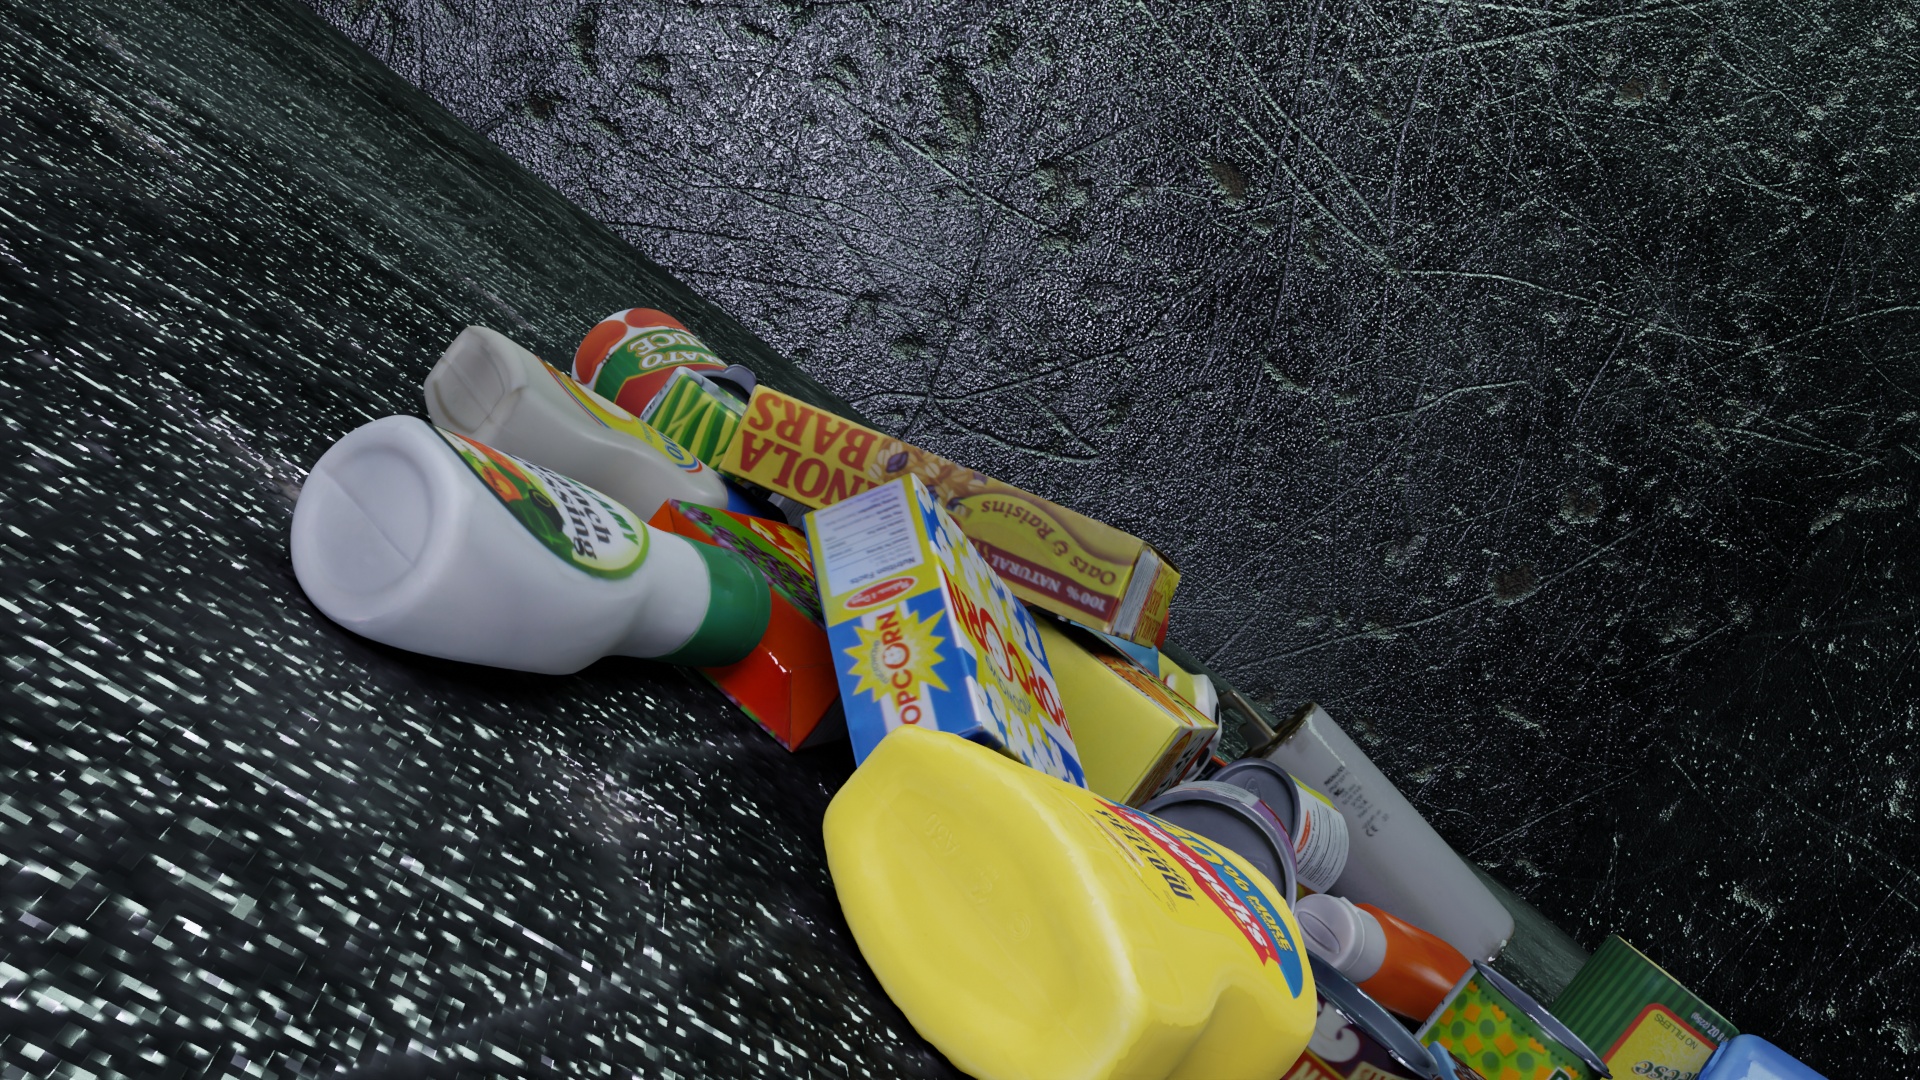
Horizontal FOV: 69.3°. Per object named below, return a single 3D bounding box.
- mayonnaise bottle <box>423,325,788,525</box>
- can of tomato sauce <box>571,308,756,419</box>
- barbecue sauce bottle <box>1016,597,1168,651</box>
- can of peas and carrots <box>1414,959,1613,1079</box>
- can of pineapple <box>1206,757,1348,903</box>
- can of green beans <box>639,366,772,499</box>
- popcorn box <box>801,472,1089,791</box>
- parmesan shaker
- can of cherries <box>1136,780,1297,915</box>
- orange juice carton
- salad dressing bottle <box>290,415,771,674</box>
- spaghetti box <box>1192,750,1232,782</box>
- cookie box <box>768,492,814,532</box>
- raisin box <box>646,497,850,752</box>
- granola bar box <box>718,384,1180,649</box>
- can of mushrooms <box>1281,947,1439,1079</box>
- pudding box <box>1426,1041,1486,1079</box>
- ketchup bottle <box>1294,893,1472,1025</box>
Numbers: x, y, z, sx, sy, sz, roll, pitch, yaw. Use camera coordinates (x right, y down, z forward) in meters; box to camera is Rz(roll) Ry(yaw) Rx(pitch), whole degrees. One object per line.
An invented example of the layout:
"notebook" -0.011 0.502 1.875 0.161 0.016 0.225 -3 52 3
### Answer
"mayonnaise bottle" -0.125 -0.025 0.521 0.065 0.041 0.148 41 6 41
"can of tomato sauce" -0.141 -0.069 0.670 0.071 0.071 0.083 33 5 -46
"barbecue sauce bottle" 0.051 0.040 0.849 0.149 0.043 0.065 11 -3 -6
"can of peas and carrots" 0.231 0.225 0.593 0.071 0.058 0.071 37 5 -3
"can of pineapple" 0.166 0.158 0.752 0.058 0.071 0.071 34 5 -40
"can of green beans" -0.112 -0.034 0.606 0.071 0.058 0.071 37 4 -3
"popcorn box" 0.001 0.046 0.435 0.126 0.038 0.085 50 21 -57
"parmesan shaker" 0.294 0.241 0.638 0.071 0.103 0.071 37 4 -3
"can of cherries" 0.089 0.125 0.505 0.071 0.071 0.058 38 3 15
"orange juice carton" 0.057 0.085 0.593 0.072 0.073 0.192 38 4 17
"salad dressing bottle" -0.098 0.009 0.356 0.064 0.044 0.147 40 5 22
"spaghetti box" 0.116 0.125 0.937 0.249 0.028 0.050 34 5 -37
"cookie box" -0.102 -0.031 0.788 0.123 0.040 0.167 39 6 26
"raisin box" -0.058 0.030 0.489 0.086 0.040 0.123 38 5 13
"granola bar box" 0.002 -0.007 0.567 0.166 0.039 0.124 23 -1 16
"can of mushrooms" 0.131 0.176 0.486 0.071 0.033 0.071 37 4 -3
"pudding box" 0.189 0.220 0.504 0.050 0.030 0.083 37 4 11
"ketchup bottle" 0.212 0.210 0.698 0.148 0.043 0.065 33 5 -44
